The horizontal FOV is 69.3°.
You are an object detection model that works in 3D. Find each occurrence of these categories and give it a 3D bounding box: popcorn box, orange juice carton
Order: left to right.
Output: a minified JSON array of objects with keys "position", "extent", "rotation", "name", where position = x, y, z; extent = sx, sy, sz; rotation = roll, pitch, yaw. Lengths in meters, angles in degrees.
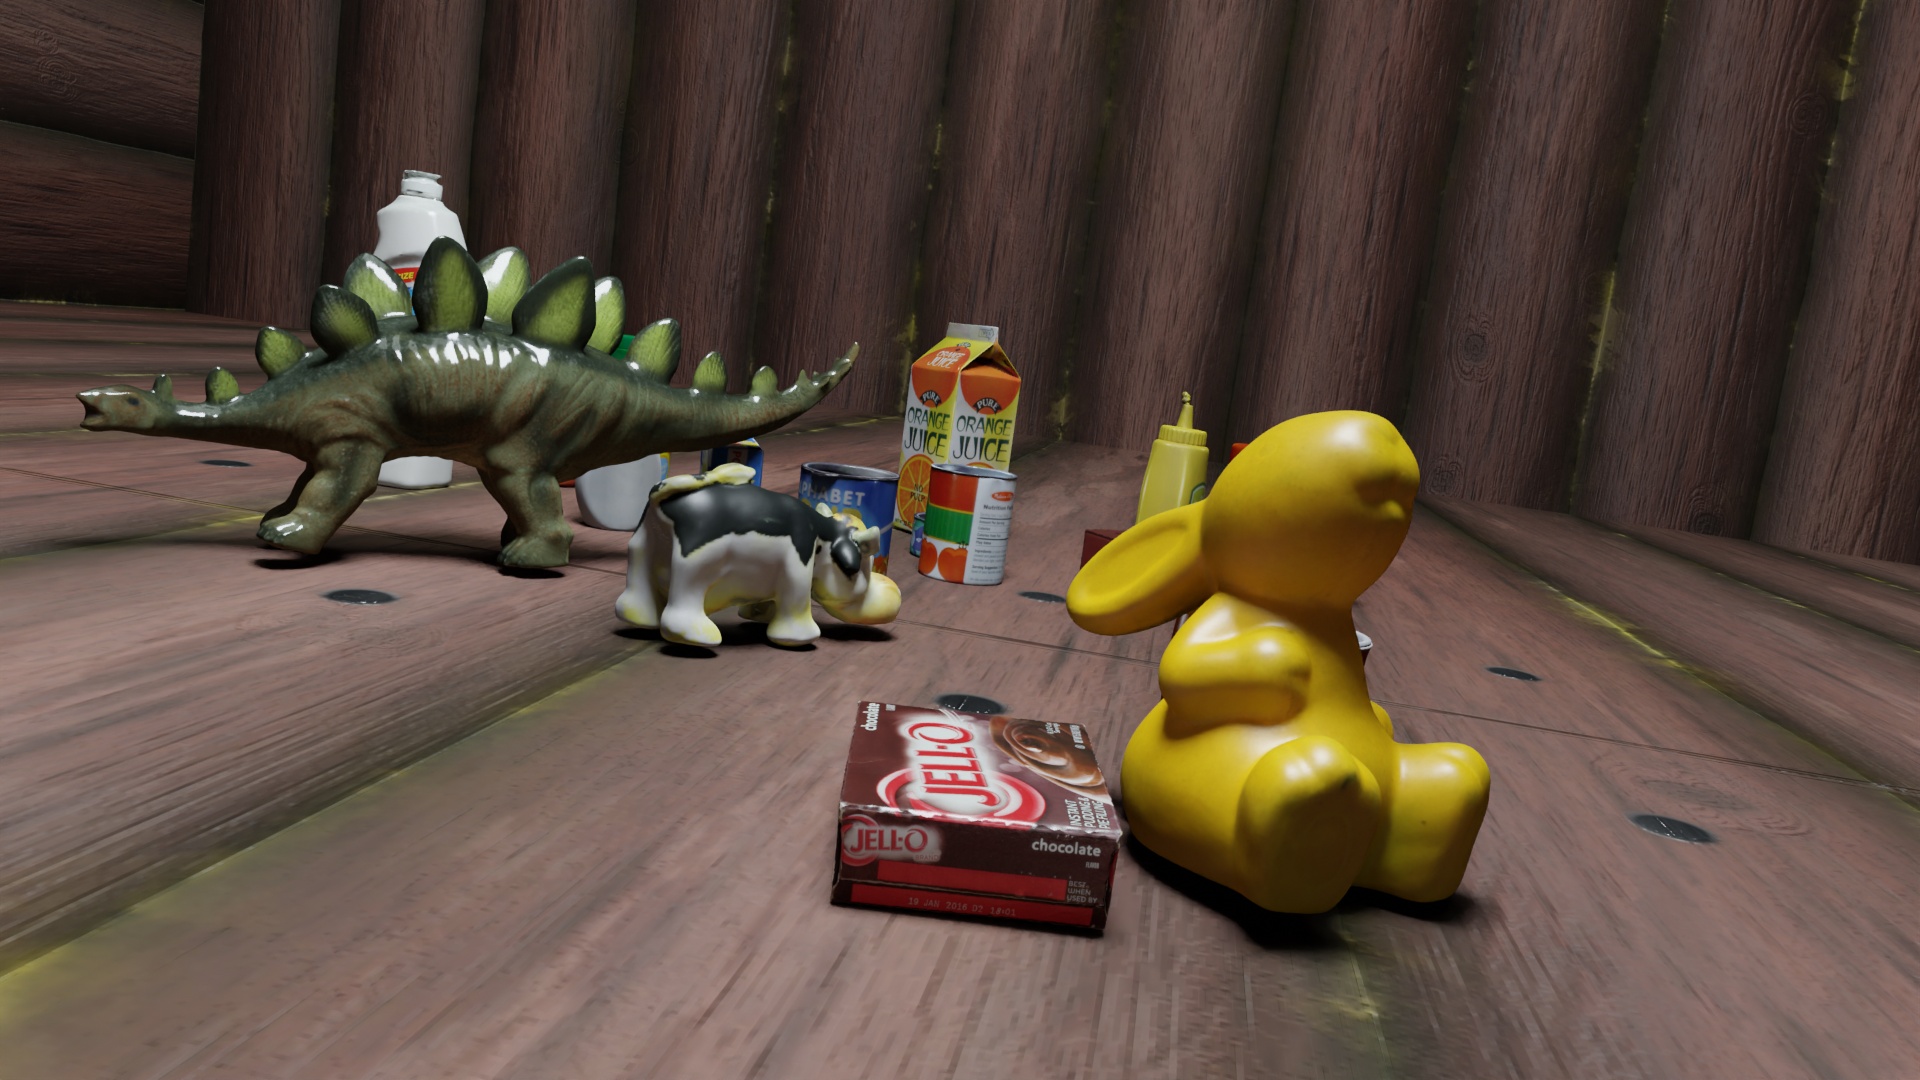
[{"position":[-0.173,-0.034,1.025],"extent":[0.038,0.085,0.127],"rotation":[6,8,-14],"name":"popcorn box"},{"position":[-0.002,-0.098,1.246],"extent":[0.073,0.192,0.072],"rotation":[2,10,-38],"name":"orange juice carton"}]

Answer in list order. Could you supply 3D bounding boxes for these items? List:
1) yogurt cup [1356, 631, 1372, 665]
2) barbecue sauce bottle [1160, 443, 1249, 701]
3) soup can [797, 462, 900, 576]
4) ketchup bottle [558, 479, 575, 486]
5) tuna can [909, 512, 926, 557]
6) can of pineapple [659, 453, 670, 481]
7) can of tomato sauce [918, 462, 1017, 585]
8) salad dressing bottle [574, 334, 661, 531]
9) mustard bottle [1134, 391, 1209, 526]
[{"position":[0.180,0.072,0.738],"extent":[0.072,0.054,0.072],"rotation":[8,8,-1],"name":"yogurt cup"},{"position":[0.135,0.030,0.658],"extent":[0.065,0.148,0.044],"rotation":[8,8,-1],"name":"barbecue sauce bottle"},{"position":[-0.080,-0.006,0.927],"extent":[0.071,0.083,0.071],"rotation":[8,8,-1],"name":"soup can"},{"position":[-0.361,-0.125,1.248],"extent":[0.065,0.148,0.043],"rotation":[12,9,27],"name":"ketchup bottle"},{"position":[-0.006,-0.001,1.137],"extent":[0.071,0.032,0.071],"rotation":[8,8,-1],"name":"tuna can"},{"position":[-0.293,-0.069,1.247],"extent":[0.071,0.057,0.071],"rotation":[8,8,-1],"name":"can of pineapple"},{"position":[0.004,-0.013,1.054],"extent":[0.071,0.083,0.071],"rotation":[8,8,-1],"name":"can of tomato sauce"},{"position":[-0.258,-0.083,1.061],"extent":[0.064,0.147,0.044],"rotation":[3,9,-30],"name":"salad dressing bottle"},{"position":[0.180,-0.045,1.168],"extent":[0.049,0.160,0.065],"rotation":[11,8,25],"name":"mustard bottle"}]
